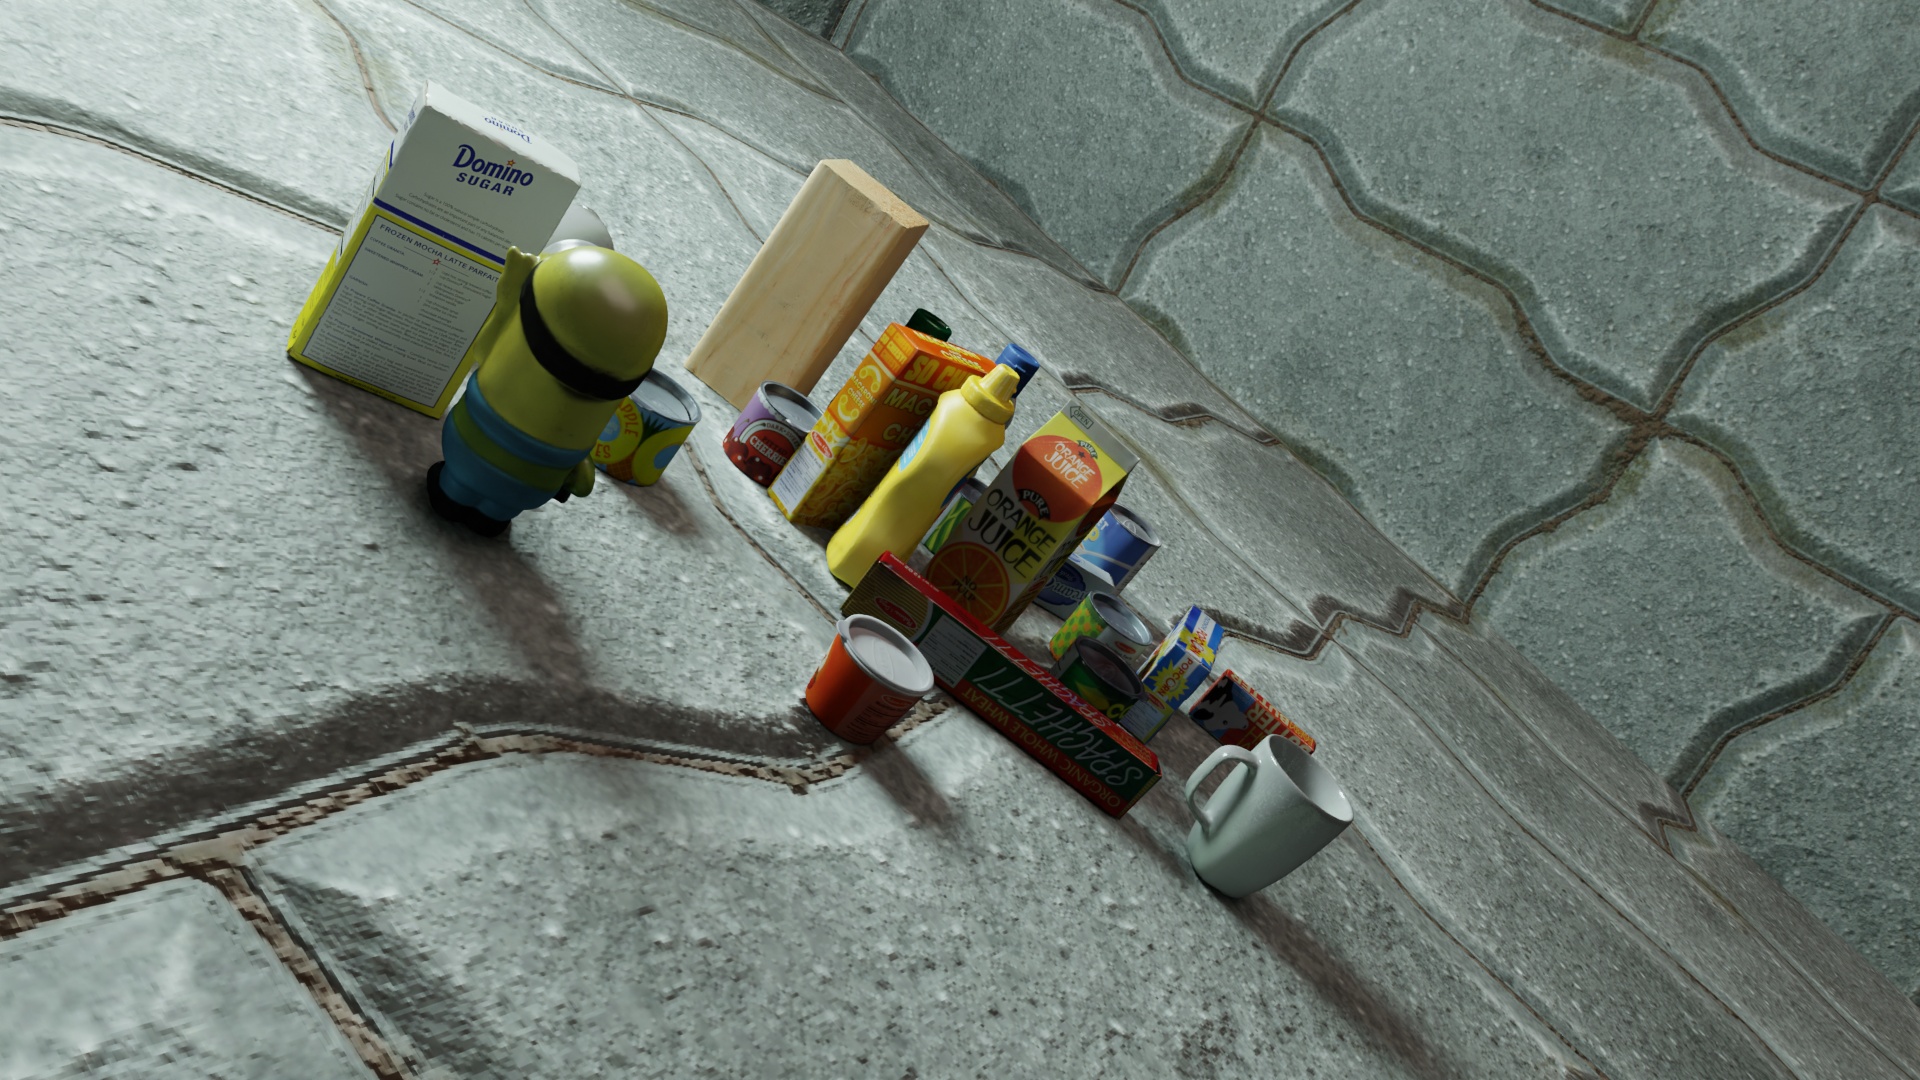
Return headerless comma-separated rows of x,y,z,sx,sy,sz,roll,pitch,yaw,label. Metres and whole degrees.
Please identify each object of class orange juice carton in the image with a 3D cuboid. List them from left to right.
0.051,-0.012,1.057,0.072,0.192,0.073,43,19,12,orange juice carton

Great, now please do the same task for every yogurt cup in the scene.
-0.058,0.087,0.849,0.072,0.053,0.073,34,20,-14,yogurt cup

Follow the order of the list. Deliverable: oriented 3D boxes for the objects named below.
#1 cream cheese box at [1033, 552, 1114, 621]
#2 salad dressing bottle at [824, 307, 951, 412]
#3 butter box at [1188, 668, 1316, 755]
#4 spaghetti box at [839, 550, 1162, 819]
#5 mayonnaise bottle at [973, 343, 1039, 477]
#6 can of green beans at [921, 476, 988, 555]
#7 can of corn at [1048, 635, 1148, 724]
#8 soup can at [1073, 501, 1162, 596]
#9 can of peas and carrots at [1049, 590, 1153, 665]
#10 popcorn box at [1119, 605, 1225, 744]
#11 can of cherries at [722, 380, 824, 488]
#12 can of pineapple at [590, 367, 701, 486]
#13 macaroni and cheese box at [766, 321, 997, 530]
0.079,0.031,1.221,0.104,0.053,0.024,31,20,-21,cream cheese box
-0.063,-0.130,1.186,0.064,0.147,0.044,27,22,-30,salad dressing bottle
0.259,0.167,1.234,0.103,0.053,0.024,40,19,5,butter box
0.029,0.102,0.976,0.250,0.050,0.029,37,19,-3,spaghetti box
0.016,-0.116,1.295,0.065,0.147,0.041,32,20,-17,mayonnaise bottle
0.002,-0.016,1.183,0.071,0.057,0.071,34,20,-14,can of green beans
0.098,0.117,1.052,0.071,0.058,0.071,34,20,-14,can of corn
0.138,0.012,1.321,0.071,0.083,0.071,34,19,-14,soup can
0.116,0.083,1.160,0.071,0.058,0.071,34,20,-14,can of peas and carrots
0.177,0.110,1.167,0.038,0.085,0.127,40,19,5,popcorn box
-0.141,-0.080,1.070,0.071,0.058,0.072,34,20,-14,can of cherries
-0.218,-0.078,0.931,0.071,0.057,0.071,34,20,-14,can of pineapple
-0.053,-0.080,1.063,0.124,0.166,0.040,11,32,-53,macaroni and cheese box
